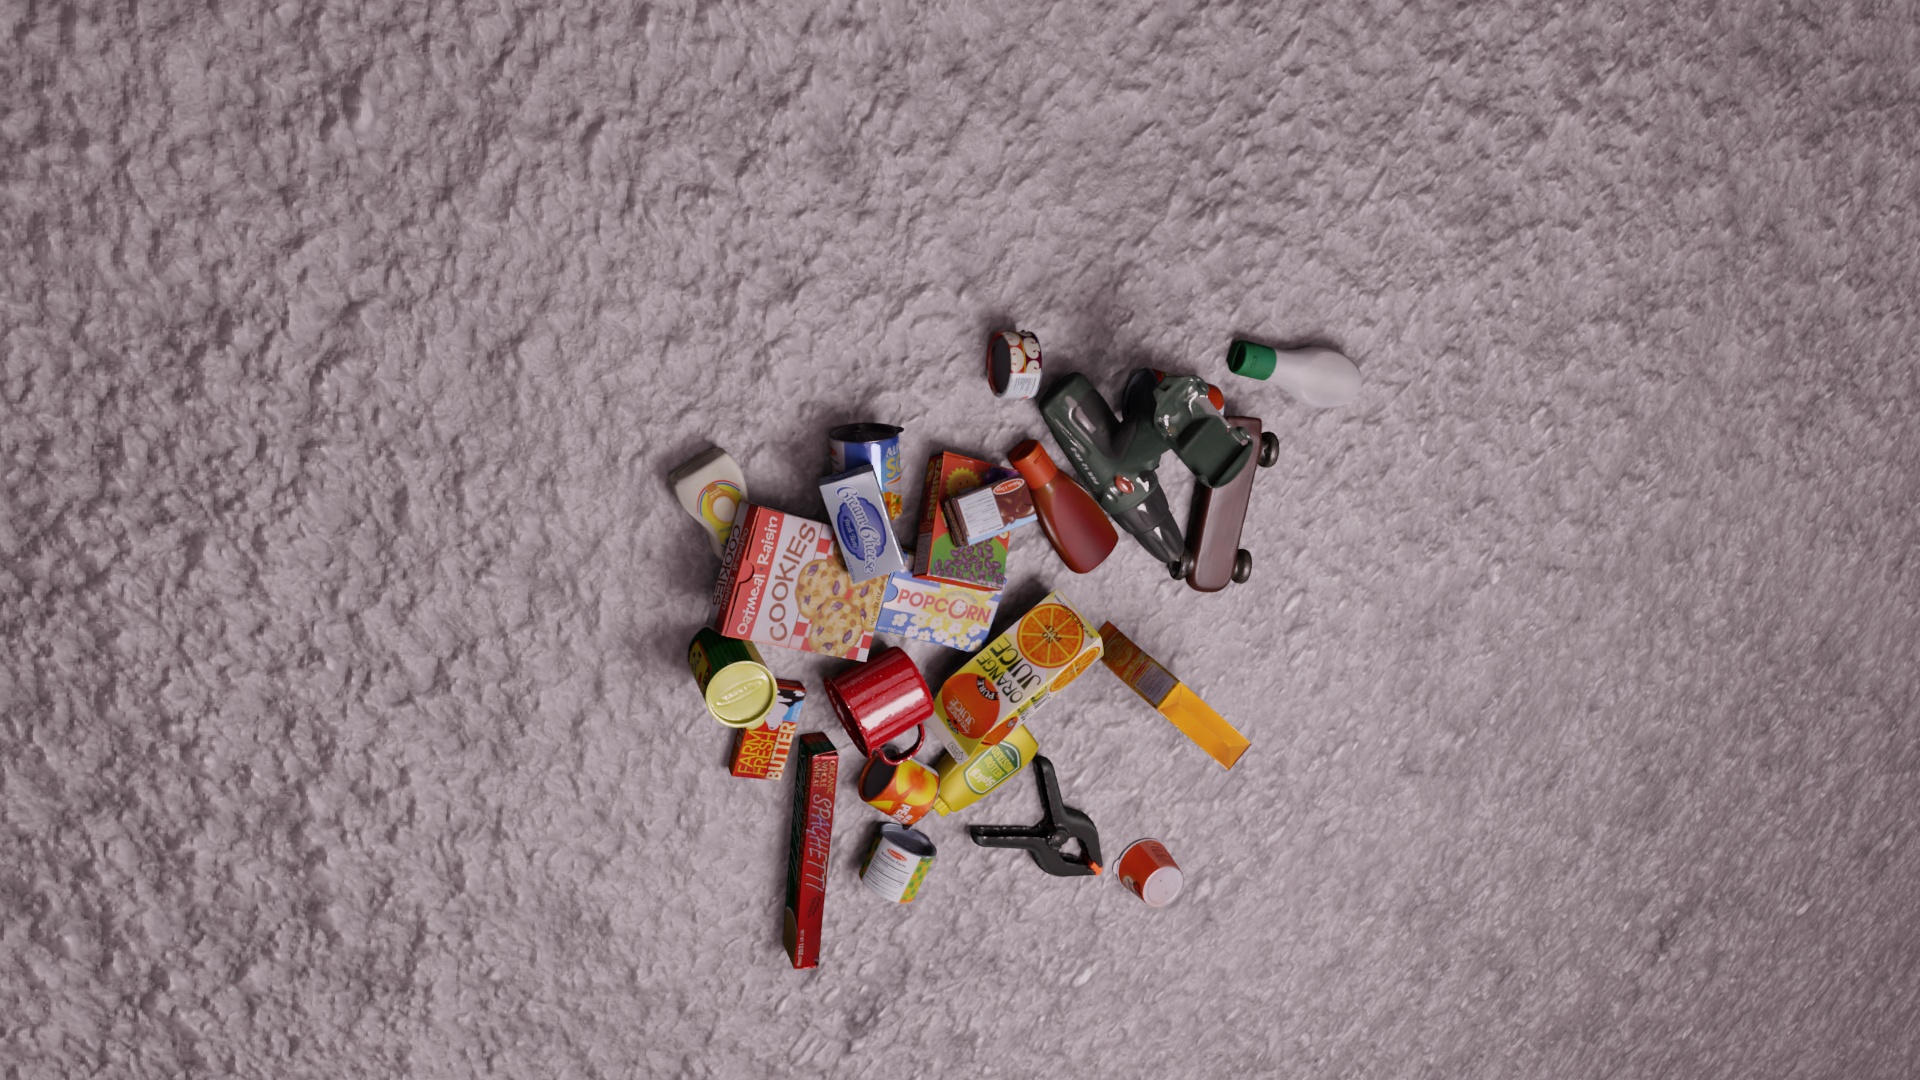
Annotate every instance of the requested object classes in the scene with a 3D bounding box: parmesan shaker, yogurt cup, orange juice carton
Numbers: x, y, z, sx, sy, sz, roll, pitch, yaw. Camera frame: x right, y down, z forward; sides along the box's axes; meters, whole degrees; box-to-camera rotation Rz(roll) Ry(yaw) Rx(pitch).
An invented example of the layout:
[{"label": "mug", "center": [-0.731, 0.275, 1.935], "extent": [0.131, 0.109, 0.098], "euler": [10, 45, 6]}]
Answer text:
[{"label": "parmesan shaker", "center": [-0.217, 0.128, 1.314], "extent": [0.071, 0.103, 0.071], "euler": [-7, 110, -19]}, {"label": "yogurt cup", "center": [0.222, 0.387, 1.607], "extent": [0.072, 0.054, 0.072], "euler": [-7, 110, -21]}, {"label": "orange juice carton", "center": [0.052, 0.144, 1.431], "extent": [0.193, 0.072, 0.073], "euler": [-39, 160, -6]}]

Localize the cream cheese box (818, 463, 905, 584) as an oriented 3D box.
[{"label": "cream cheese box", "center": [-0.091, -0.016, 1.290], "extent": [0.053, 0.024, 0.103], "euler": [-17, 110, 1]}]

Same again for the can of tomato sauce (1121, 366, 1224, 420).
[{"label": "can of tomato sauce", "center": [0.218, -0.138, 1.421], "extent": [0.083, 0.071, 0.071], "euler": [10, 104, -25]}]

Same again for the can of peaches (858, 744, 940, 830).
[{"label": "can of peaches", "center": [-0.065, 0.255, 1.438], "extent": [0.058, 0.071, 0.071], "euler": [37, 92, -27]}]

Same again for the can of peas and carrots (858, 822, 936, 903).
[{"label": "can of peas and carrots", "center": [-0.066, 0.340, 1.470], "extent": [0.071, 0.071, 0.058], "euler": [22, 99, -27]}]

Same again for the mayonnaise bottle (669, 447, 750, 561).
[{"label": "mayonnaise bottle", "center": [-0.212, -0.012, 1.304], "extent": [0.065, 0.041, 0.147], "euler": [-33, 117, -12]}]

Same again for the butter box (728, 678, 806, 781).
[{"label": "butter box", "center": [-0.194, 0.189, 1.389], "extent": [0.053, 0.024, 0.103], "euler": [12, 103, -26]}]

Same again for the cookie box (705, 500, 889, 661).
[{"label": "cookie box", "center": [-0.147, 0.041, 1.313], "extent": [0.167, 0.040, 0.123], "euler": [16, 89, -41]}]

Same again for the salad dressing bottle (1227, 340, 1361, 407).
[{"label": "salad dressing bottle", "center": [0.355, -0.181, 1.477], "extent": [0.148, 0.044, 0.064], "euler": [10, 105, -23]}]

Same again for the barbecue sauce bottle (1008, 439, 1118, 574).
[{"label": "barbecue sauce bottle", "center": [0.102, -0.037, 1.422], "extent": [0.065, 0.043, 0.148], "euler": [-46, 118, -17]}]

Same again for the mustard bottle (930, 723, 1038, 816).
[{"label": "mustard bottle", "center": [0.007, 0.248, 1.476], "extent": [0.160, 0.049, 0.065], "euler": [-40, 116, -6]}]

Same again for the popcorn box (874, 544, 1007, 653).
[{"label": "popcorn box", "center": [-0.025, 0.059, 1.406], "extent": [0.127, 0.038, 0.085], "euler": [15, 102, -25]}]

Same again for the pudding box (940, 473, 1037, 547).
[{"label": "pudding box", "center": [0.028, -0.028, 1.341], "extent": [0.084, 0.030, 0.049], "euler": [-21, 94, -26]}]

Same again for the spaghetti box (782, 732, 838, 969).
[{"label": "spaghetti box", "center": [-0.156, 0.321, 1.434], "extent": [0.029, 0.050, 0.249], "euler": [0, 107, -23]}]

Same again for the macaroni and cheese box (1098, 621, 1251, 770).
[{"label": "macaroni and cheese box", "center": [0.216, 0.162, 1.465], "extent": [0.123, 0.167, 0.040], "euler": [41, 90, -28]}]

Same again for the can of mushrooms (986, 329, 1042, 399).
[{"label": "can of mushrooms", "center": [0.051, -0.172, 1.345], "extent": [0.033, 0.071, 0.070], "euler": [-3, 108, -20]}]

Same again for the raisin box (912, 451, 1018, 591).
[{"label": "raisin box", "center": [0.005, -0.017, 1.368], "extent": [0.086, 0.040, 0.123], "euler": [13, 79, -24]}]

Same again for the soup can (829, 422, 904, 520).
[{"label": "soup can", "center": [-0.087, -0.064, 1.323], "extent": [0.071, 0.071, 0.083], "euler": [-9, 111, -19]}]
